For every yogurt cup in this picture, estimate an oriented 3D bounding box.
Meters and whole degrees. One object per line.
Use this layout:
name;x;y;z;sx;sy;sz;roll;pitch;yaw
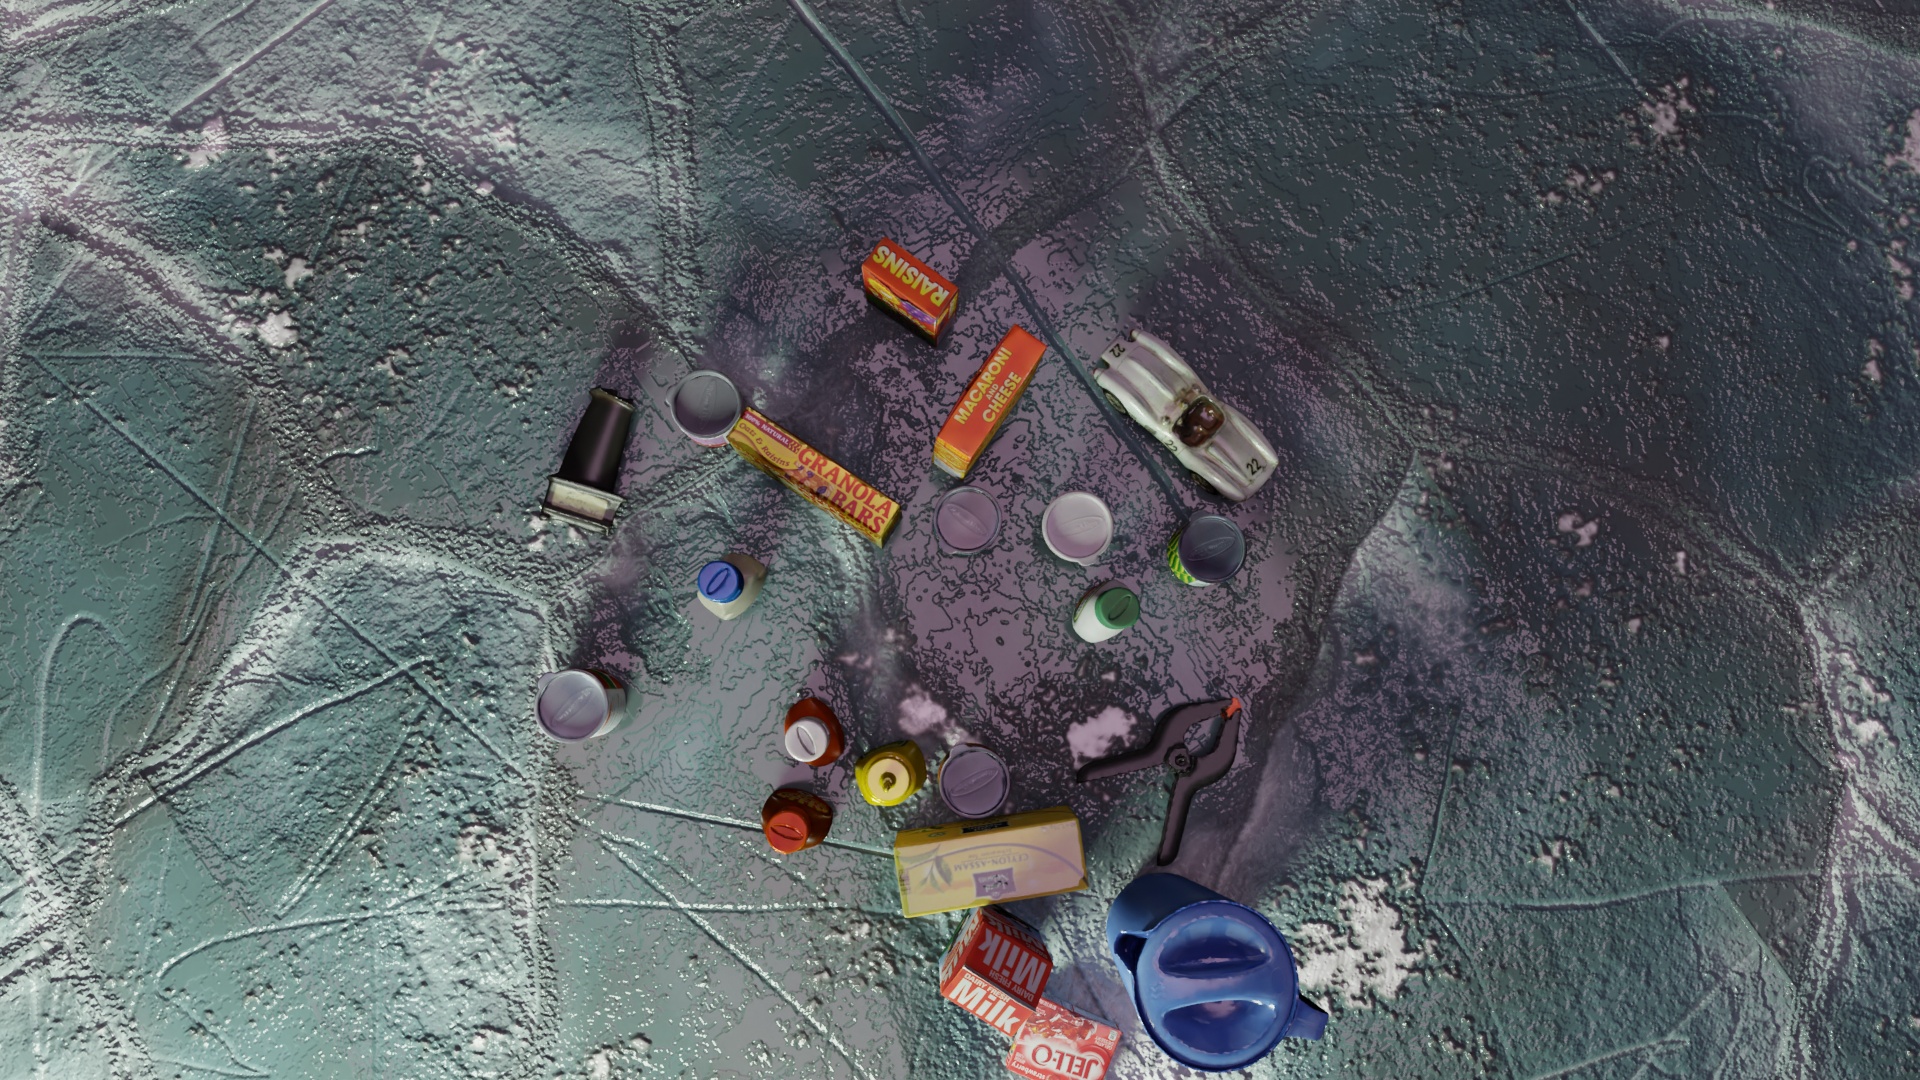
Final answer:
yogurt cup;0.110;-0.012;1.330;0.072;0.054;0.072;0;85;-2

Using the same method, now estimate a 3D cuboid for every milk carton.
milk carton;0.030;0.374;1.221;0.072;0.190;0.073;31;85;1

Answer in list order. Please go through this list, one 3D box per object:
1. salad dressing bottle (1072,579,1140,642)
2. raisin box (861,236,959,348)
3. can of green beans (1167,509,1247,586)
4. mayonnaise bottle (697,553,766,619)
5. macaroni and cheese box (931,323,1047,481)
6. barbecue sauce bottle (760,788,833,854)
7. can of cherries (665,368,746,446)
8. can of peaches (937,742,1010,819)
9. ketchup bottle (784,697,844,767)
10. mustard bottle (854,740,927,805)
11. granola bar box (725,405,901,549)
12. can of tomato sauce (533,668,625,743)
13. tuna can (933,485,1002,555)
salad dressing bottle;0.136;0.064;1.277;0.044;0.147;0.064;42;85;1
raisin box;-0.048;-0.232;1.309;0.086;0.123;0.040;36;85;1
can of green beans;0.235;0.010;1.331;0.071;0.058;0.071;0;85;-2
mayonnaise bottle;-0.211;0.040;1.264;0.041;0.148;0.065;37;85;1
macaroni and cheese box;0.023;-0.123;1.280;0.040;0.166;0.124;34;85;1
barbecue sauce bottle;-0.150;0.253;1.246;0.065;0.148;0.043;20;85;-1
can of cherries;-0.241;-0.127;1.323;0.071;0.058;0.071;0;85;-2
can of peaches;0.011;0.222;1.301;0.071;0.058;0.071;0;85;-2
ketchup bottle;-0.133;0.175;1.254;0.043;0.148;0.065;-30;87;-4
mustard bottle;-0.063;0.210;1.248;0.065;0.160;0.049;-19;86;-4
granola bar box;-0.132;-0.057;1.288;0.165;0.124;0.039;33;85;1
can of tomato sauce;-0.351;0.150;1.280;0.071;0.083;0.071;0;85;-2
tuna can;0.005;-0.017;1.336;0.071;0.033;0.071;0;85;-2
